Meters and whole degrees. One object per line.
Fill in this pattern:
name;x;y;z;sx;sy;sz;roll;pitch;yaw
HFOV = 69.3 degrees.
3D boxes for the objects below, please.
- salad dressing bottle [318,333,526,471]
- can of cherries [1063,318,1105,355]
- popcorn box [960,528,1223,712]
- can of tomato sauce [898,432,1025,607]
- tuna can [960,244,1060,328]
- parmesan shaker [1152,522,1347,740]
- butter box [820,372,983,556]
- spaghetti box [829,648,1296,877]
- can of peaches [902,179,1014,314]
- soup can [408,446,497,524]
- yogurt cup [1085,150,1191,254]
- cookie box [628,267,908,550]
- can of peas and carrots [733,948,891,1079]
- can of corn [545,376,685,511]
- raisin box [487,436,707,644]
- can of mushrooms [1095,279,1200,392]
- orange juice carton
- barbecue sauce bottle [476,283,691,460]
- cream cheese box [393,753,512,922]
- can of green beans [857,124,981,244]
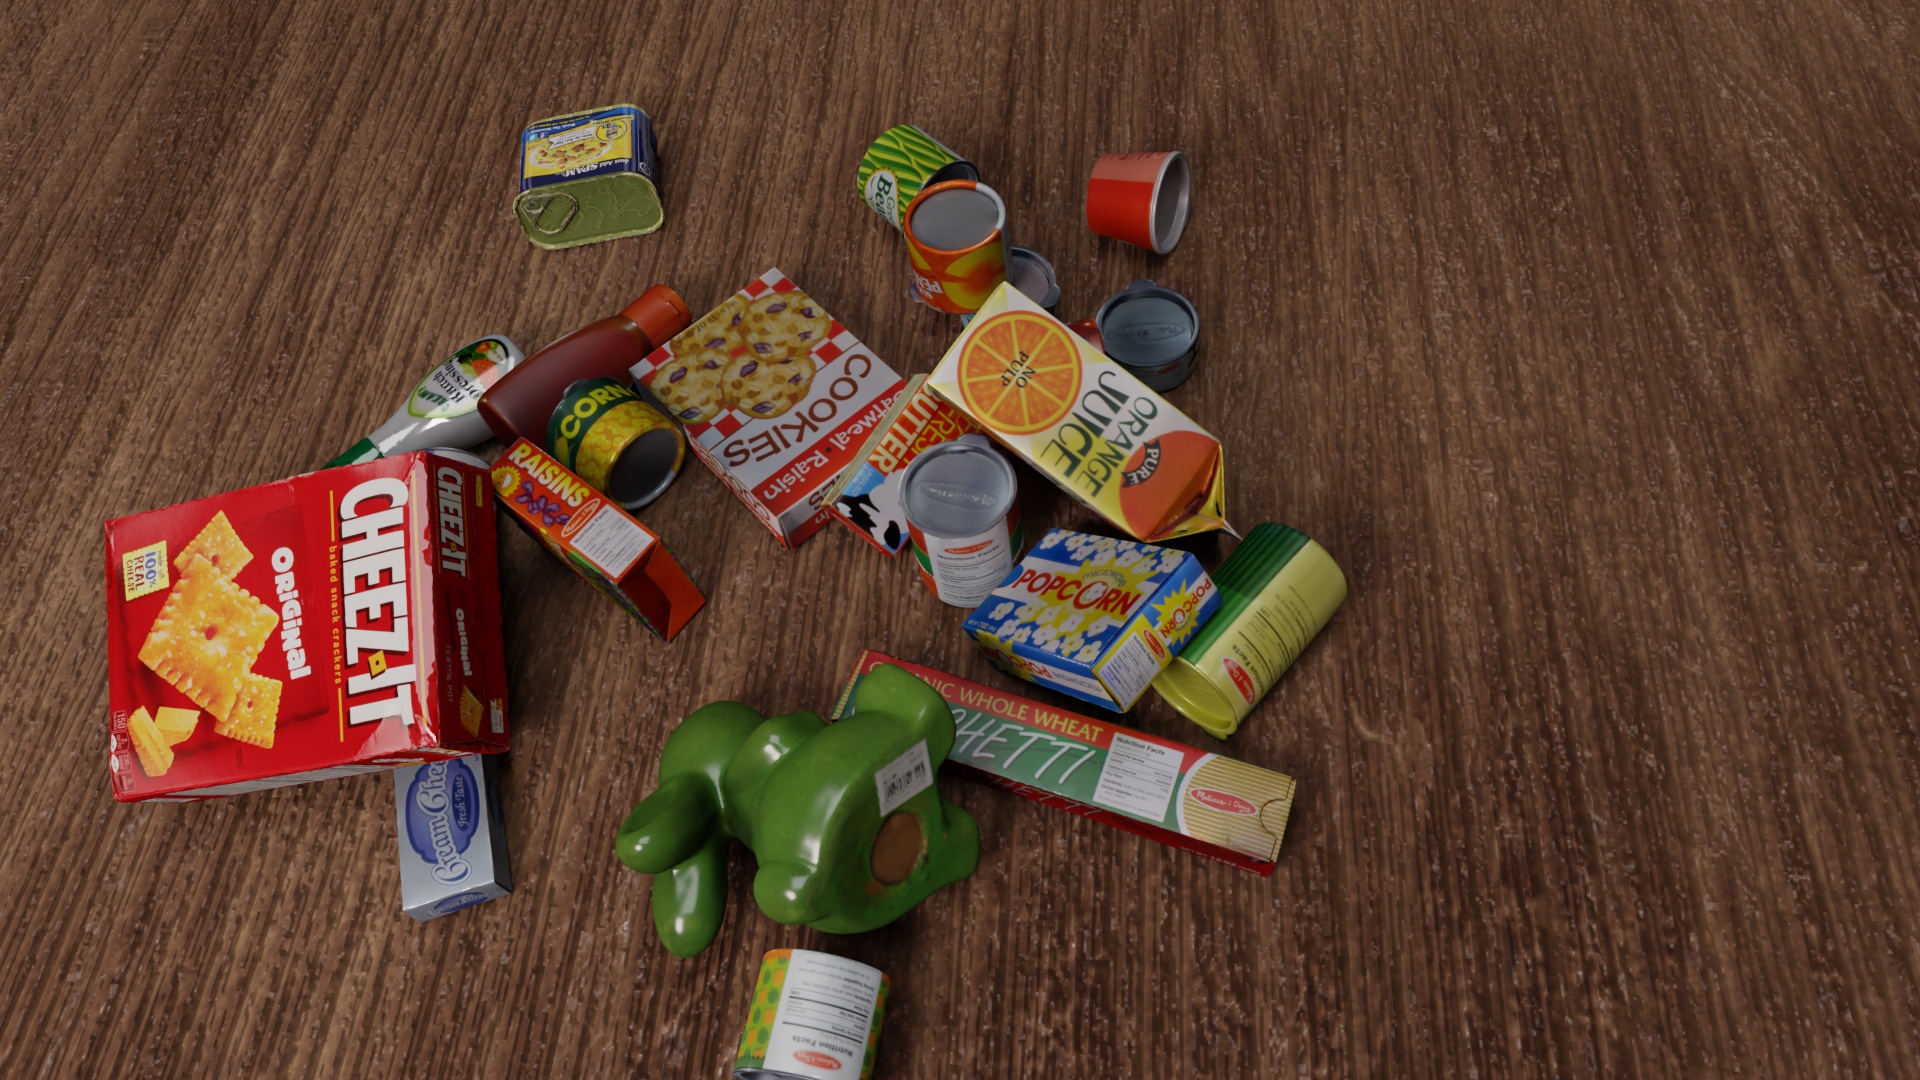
salad dressing bottle;-0.348;-0.076;0.915;0.148;0.043;0.064;-41;64;-17
can of cherries;0.060;-0.103;0.866;0.058;0.071;0.072;-12;58;0
popcorn box;0.069;0.040;0.755;0.085;0.038;0.126;-46;27;-19
can of tomato sauce;0.003;-0.010;0.806;0.071;0.082;0.071;-3;59;6
tuna can;0.034;-0.161;0.923;0.071;0.032;0.071;-3;59;6
parmesan shaker;0.157;0.049;0.763;0.071;0.071;0.103;36;69;25
butter box;-0.033;-0.046;0.840;0.103;0.053;0.024;-55;23;-10
spaghetti box;0.053;0.117;0.754;0.250;0.028;0.050;15;62;16
can of peaches;-0.003;-0.187;0.889;0.071;0.057;0.071;-3;58;6
soup can;-0.322;-0.003;0.856;0.071;0.071;0.084;-10;59;1
yogurt cup;0.119;-0.231;0.938;0.054;0.072;0.073;14;62;25
cookie box;-0.114;-0.088;0.895;0.123;0.040;0.168;-39;61;-16
can of peas and carrots;-0.072;0.238;0.678;0.071;0.070;0.059;6;60;11
can of corn;-0.217;-0.062;0.874;0.058;0.071;0.071;36;69;24
raisin box;-0.218;0.001;0.827;0.123;0.085;0.040;33;73;24
can of mushrooms;0.120;-0.131;0.894;0.071;0.033;0.071;-4;59;6
orange juice carton;0.078;-0.060;0.795;0.193;0.072;0.073;36;91;-1
barbecue sauce bottle;-0.242;-0.113;0.918;0.149;0.064;0.043;-46;20;-25
cream cheese box;-0.286;0.155;0.778;0.053;0.024;0.104;-18;58;-2
can of green beans;-0.029;-0.246;0.964;0.071;0.071;0.058;-41;62;-16
